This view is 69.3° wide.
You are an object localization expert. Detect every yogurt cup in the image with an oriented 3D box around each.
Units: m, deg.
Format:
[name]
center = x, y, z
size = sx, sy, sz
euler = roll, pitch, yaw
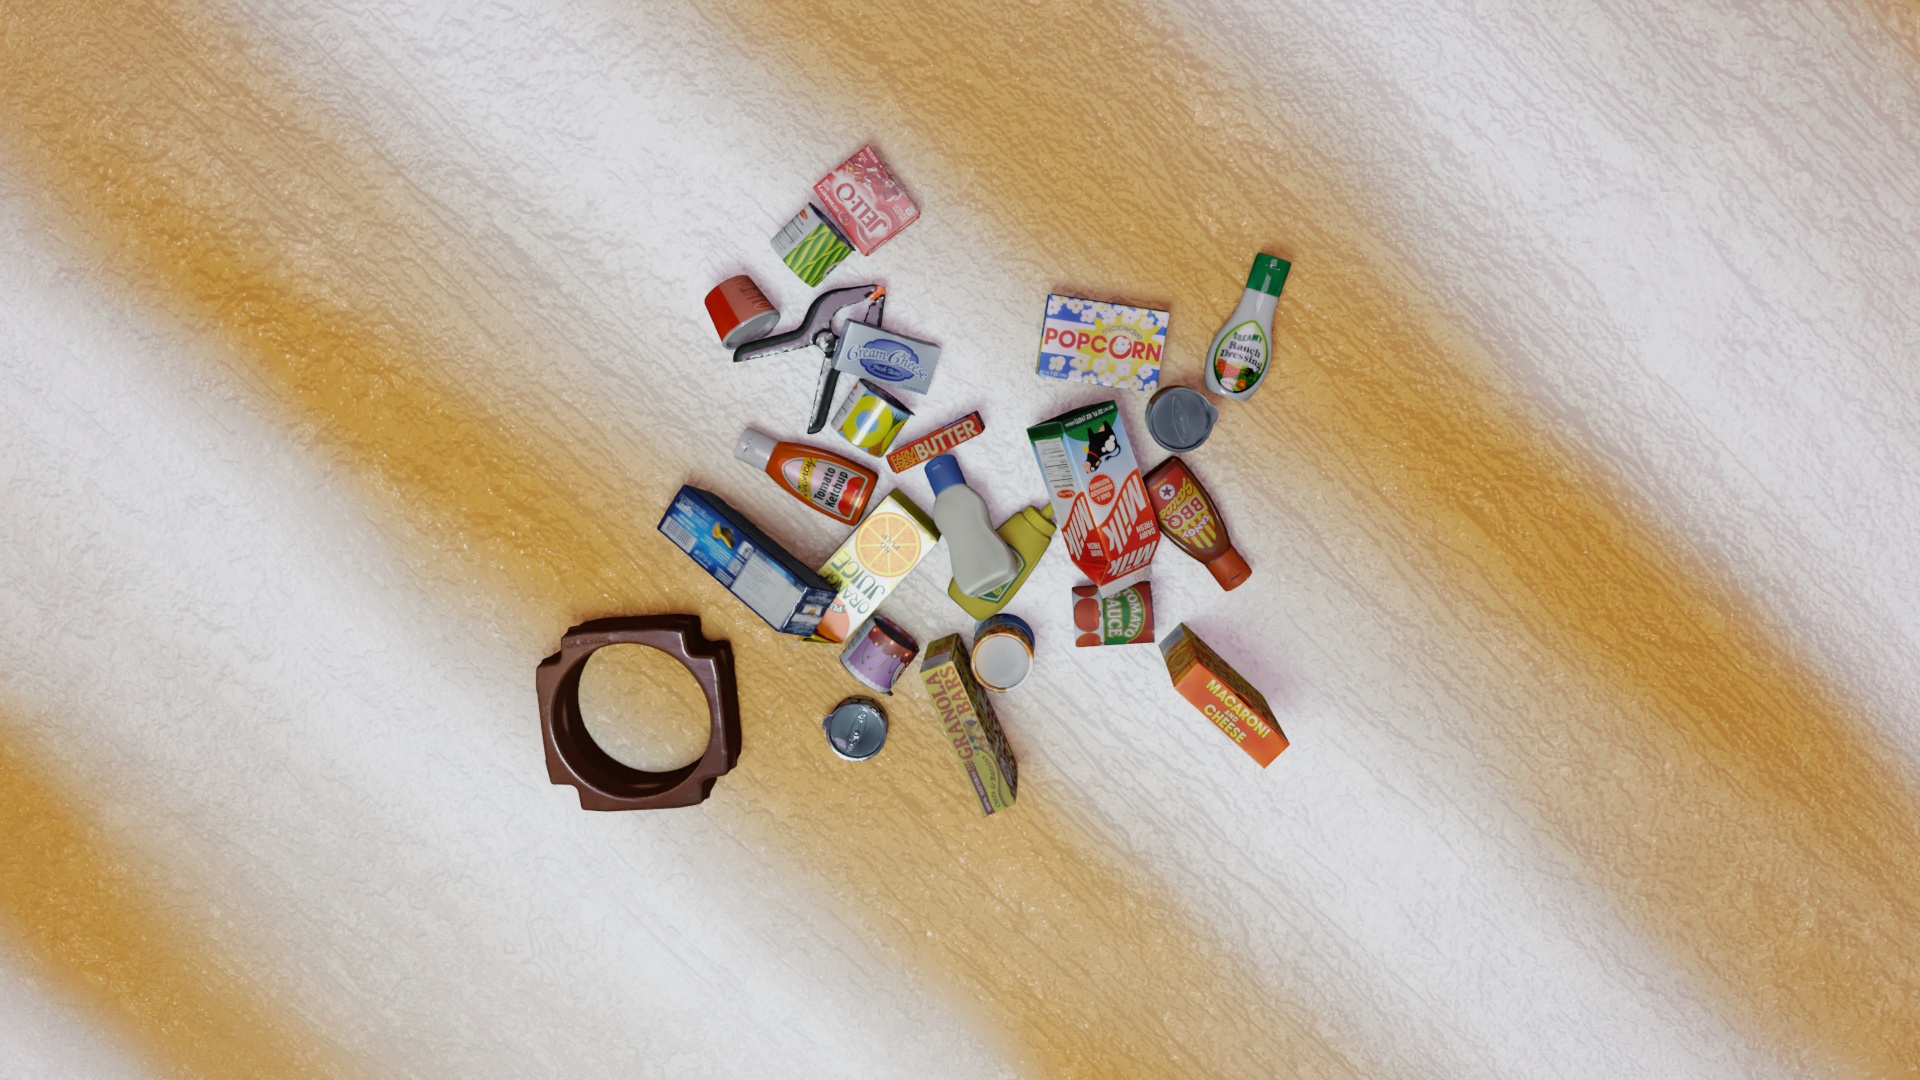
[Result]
[yogurt cup]
center = -0.227, -0.236, 1.430
size = 0.072, 0.072, 0.054
euler = -33, 84, 8

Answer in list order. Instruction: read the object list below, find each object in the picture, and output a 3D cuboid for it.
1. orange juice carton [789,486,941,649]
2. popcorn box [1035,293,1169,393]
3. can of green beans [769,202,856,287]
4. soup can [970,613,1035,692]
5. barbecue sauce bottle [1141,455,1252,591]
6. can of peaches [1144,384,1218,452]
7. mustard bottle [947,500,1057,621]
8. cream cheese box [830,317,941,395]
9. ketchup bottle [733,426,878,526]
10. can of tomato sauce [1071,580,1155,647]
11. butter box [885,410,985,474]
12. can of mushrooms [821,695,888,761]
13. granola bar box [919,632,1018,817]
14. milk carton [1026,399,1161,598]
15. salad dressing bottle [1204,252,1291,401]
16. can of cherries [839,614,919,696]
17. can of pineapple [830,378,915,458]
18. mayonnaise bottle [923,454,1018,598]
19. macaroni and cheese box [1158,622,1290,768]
[orange juice carton]
center = -0.110, 0.040, 1.465
size = 0.073, 0.072, 0.192
euler = 43, 99, -4
[popcorn box]
center = 0.146, -0.203, 1.427
size = 0.127, 0.038, 0.085
euler = 9, 99, 2
[can of green beans]
center = -0.151, -0.300, 1.414
size = 0.057, 0.071, 0.071
euler = -42, 95, 10
[soup can]
center = 0.043, 0.117, 1.463
size = 0.071, 0.084, 0.071
euler = 1, 100, 4
[barbecue sauce bottle]
center = 0.246, -0.014, 1.451
size = 0.065, 0.044, 0.148
euler = -38, 96, 8
[can of peaches]
center = 0.226, -0.126, 1.426
size = 0.071, 0.058, 0.071
euler = 0, 99, 3
[mustard bottle]
center = 0.055, 0.011, 1.462
size = 0.065, 0.049, 0.160
euler = 40, 99, -1
[cream cheese box]
center = -0.076, -0.189, 1.430
size = 0.104, 0.024, 0.053
euler = 13, 104, -22
[ketchup bottle]
center = -0.164, -0.073, 1.464
size = 0.149, 0.043, 0.064
euler = 25, 98, -1
[can of tomato sauce]
center = 0.160, 0.078, 1.457
size = 0.083, 0.071, 0.071
euler = -4, 99, 4
[butter box]
center = -0.025, -0.102, 1.446
size = 0.103, 0.053, 0.024
euler = -25, 96, 7
[can of mushrooms]
center = -0.114, 0.203, 1.512
size = 0.071, 0.033, 0.071
euler = 1, 100, 3
[granola bar box]
center = 0.011, 0.189, 1.456
size = 0.039, 0.124, 0.165
euler = -23, 98, 7
[milk carton]
center = 0.143, -0.041, 1.425
size = 0.072, 0.073, 0.190
euler = -23, 98, -26
[salad dressing bottle]
center = 0.294, -0.217, 1.414
size = 0.064, 0.044, 0.147
euler = 18, 100, 1
[can of cherries]
center = -0.084, 0.122, 1.481
size = 0.071, 0.071, 0.058
euler = 37, 98, -3
[can of pineapple]
center = -0.091, -0.125, 1.440
size = 0.071, 0.071, 0.057
euler = 34, 100, -3
[mayonnaise bottle]
center = 0.005, -0.018, 1.436
size = 0.064, 0.041, 0.148
euler = -28, 69, 14
[macaroni and cheese box]
center = 0.266, 0.154, 1.415
size = 0.123, 0.167, 0.040
euler = 42, 99, -4
